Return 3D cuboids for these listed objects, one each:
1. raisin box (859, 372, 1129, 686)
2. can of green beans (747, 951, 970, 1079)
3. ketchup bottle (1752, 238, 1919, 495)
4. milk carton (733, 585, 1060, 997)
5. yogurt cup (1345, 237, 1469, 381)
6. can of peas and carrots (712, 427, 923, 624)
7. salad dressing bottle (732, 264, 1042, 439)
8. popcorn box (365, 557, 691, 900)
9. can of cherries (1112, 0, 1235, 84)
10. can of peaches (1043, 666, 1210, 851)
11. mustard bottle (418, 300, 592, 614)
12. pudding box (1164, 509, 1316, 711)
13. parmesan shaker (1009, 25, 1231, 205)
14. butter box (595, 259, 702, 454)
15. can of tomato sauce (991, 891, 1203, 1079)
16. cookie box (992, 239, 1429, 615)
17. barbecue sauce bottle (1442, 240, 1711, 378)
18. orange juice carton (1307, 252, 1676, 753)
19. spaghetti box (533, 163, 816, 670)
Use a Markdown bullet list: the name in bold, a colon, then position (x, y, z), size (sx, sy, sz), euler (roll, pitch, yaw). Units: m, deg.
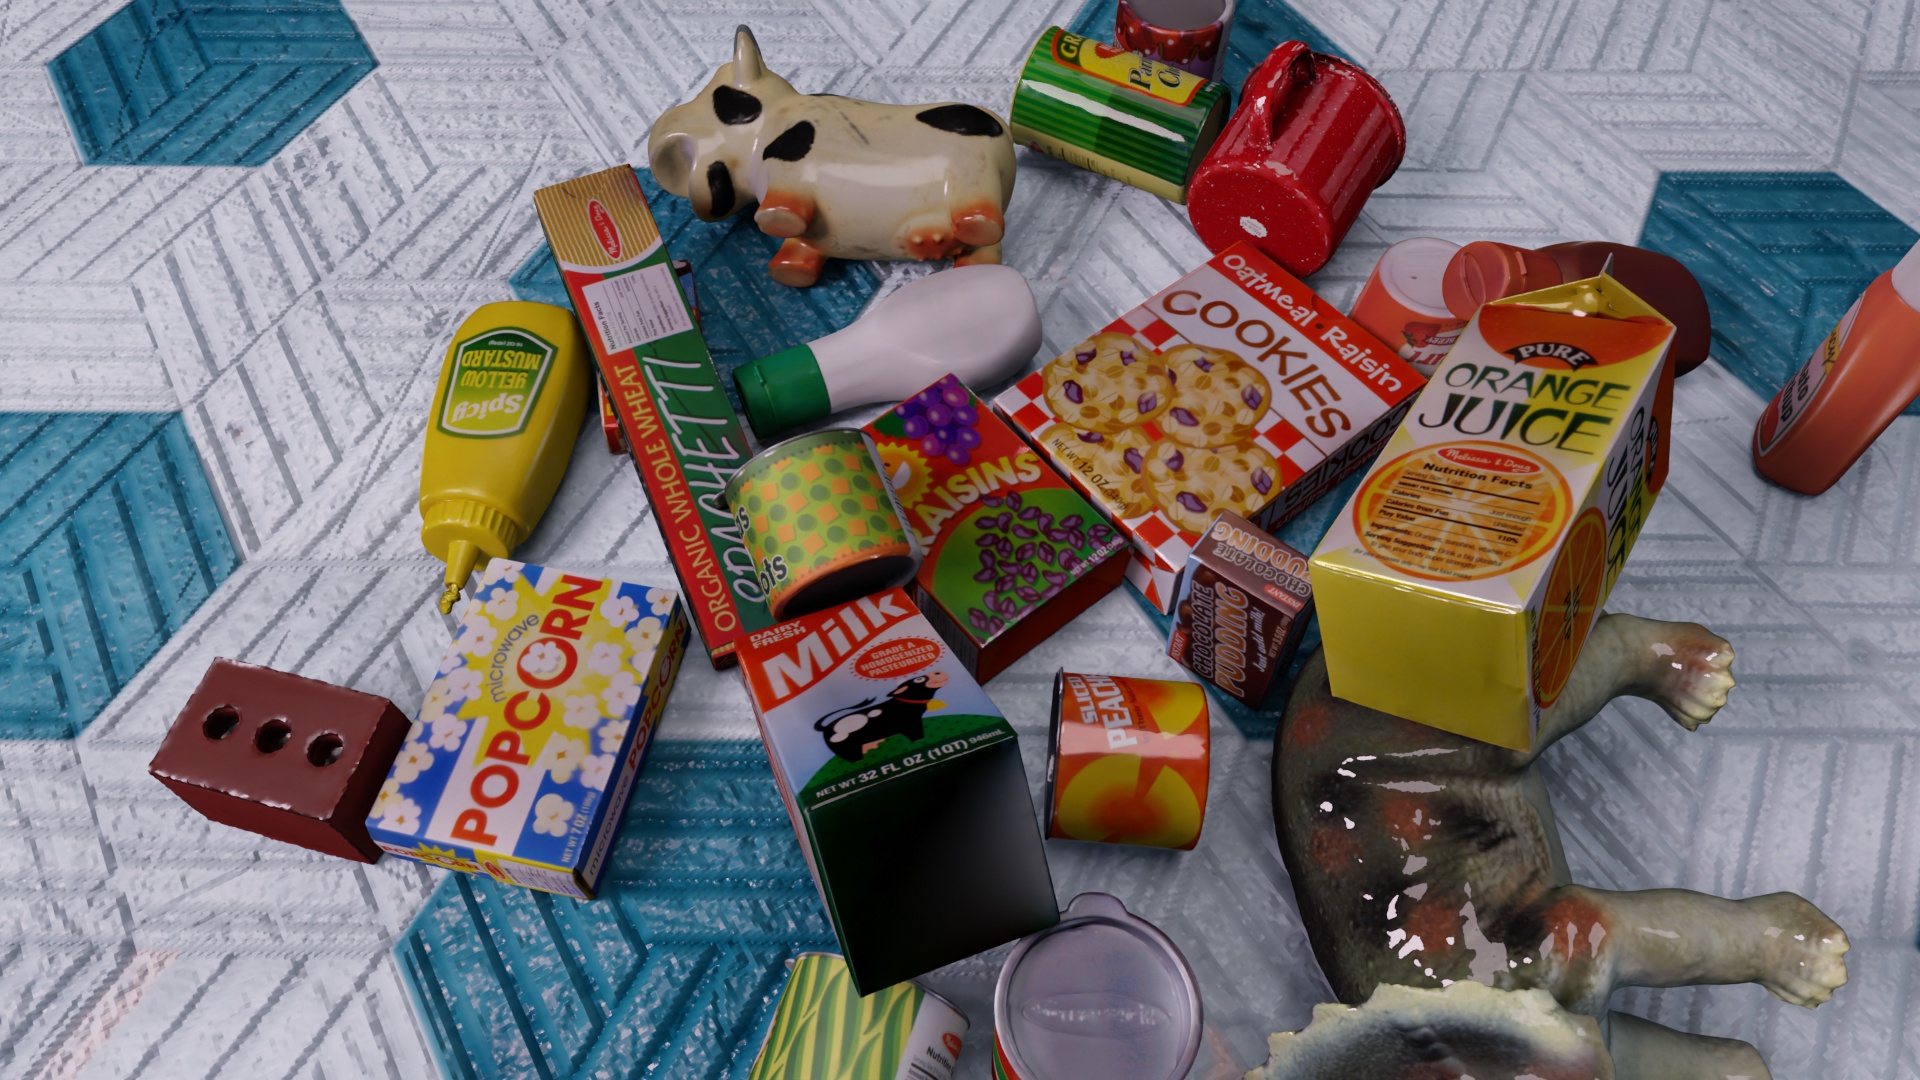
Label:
- **raisin box**: position (0.002, -0.008, 0.621), size (0.086, 0.040, 0.123), euler (-35, 64, -20)
- **can of green beans**: position (-0.037, 0.182, 0.477), size (0.071, 0.071, 0.058), euler (17, 58, 10)
- **ketchup bottle**: position (0.407, -0.084, 0.610), size (0.043, 0.148, 0.065), euler (27, 61, 15)
- **milk carton**: position (-0.034, 0.075, 0.516), size (0.072, 0.073, 0.191), euler (-18, 21, -12)
- **yogurt cup**: position (0.226, -0.111, 0.683), size (0.072, 0.053, 0.073), euler (0, 56, 0)
- **can of peas and carrots**: position (-0.058, -0.004, 0.565), size (0.071, 0.070, 0.059), euler (-20, 72, -13)
- **salad dressing bottle**: position (-0.035, -0.090, 0.673), size (0.148, 0.043, 0.064), euler (-20, 62, -12)
- **popcorn box**: position (-0.171, 0.074, 0.564), size (0.085, 0.038, 0.127), euler (10, 57, 7)
- **can of cherries**: position (0.118, -0.285, 0.795), size (0.071, 0.058, 0.072), euler (1, 56, -1)
- **can of peaches**: position (0.064, 0.084, 0.541), size (0.058, 0.071, 0.071), euler (5, 57, 2)
- **mustard bottle**: position (-0.212, -0.038, 0.632), size (0.065, 0.048, 0.161), euler (1, 56, 2)
- **pudding box**: position (0.115, 0.030, 0.570), size (0.050, 0.083, 0.030), euler (33, 63, 19)
- **parmesan shaker**: position (0.088, -0.231, 0.756), size (0.103, 0.071, 0.071), euler (24, 60, 15)
- **butter box**: position (-0.152, -0.091, 0.683), size (0.053, 0.024, 0.104), euler (-10, 57, -7)
- **can of tomato sauce**: position (0.043, 0.169, 0.476), size (0.071, 0.082, 0.071), euler (0, 56, 0)
- **cookie box**: position (0.117, -0.060, 0.656), size (0.168, 0.040, 0.123), euler (-34, 63, -21)
- **barbecue sauce bottle**: position (0.290, -0.112, 0.653), size (0.149, 0.043, 0.065), euler (3, 69, -32)
- **orange juice carton**: position (0.205, -0.023, 0.506), size (0.073, 0.071, 0.193), euler (16, 51, 37)
- **spaghetti box**: position (-0.132, -0.061, 0.631), size (0.050, 0.028, 0.250), euler (-20, 71, -13)
